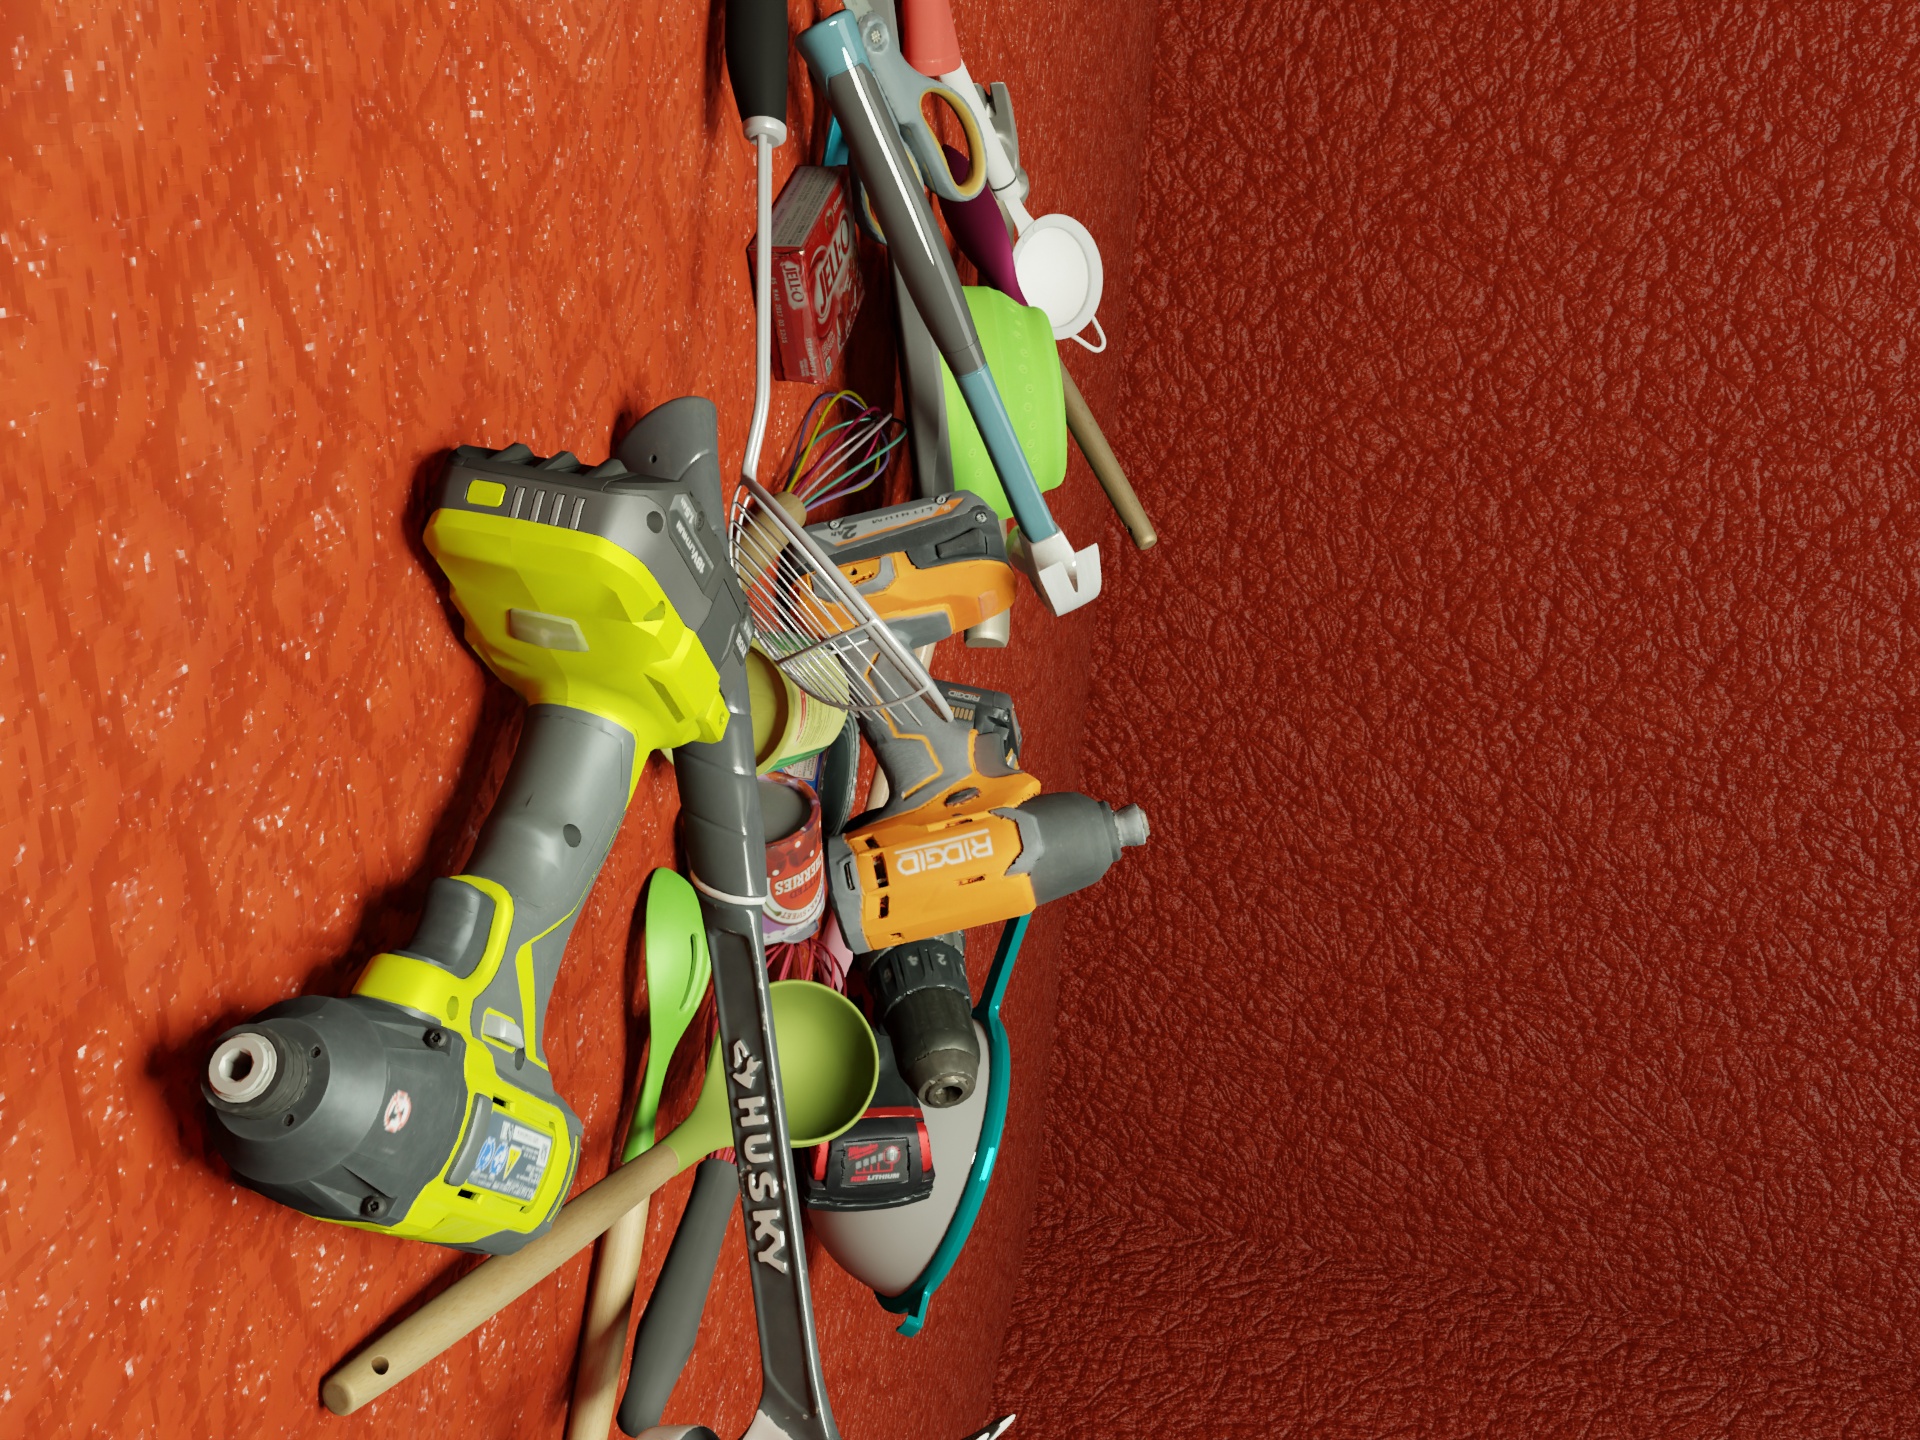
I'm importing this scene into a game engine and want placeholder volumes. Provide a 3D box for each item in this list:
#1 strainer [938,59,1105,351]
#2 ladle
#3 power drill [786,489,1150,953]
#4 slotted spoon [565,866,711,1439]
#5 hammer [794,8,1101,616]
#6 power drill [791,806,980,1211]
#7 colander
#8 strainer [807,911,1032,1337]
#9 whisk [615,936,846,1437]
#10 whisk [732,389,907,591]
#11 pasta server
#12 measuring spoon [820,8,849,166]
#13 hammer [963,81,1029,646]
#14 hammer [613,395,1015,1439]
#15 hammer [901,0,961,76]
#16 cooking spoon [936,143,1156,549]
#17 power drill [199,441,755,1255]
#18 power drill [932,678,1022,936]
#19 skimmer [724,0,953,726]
[{"bbox_3d":[0.034,-0.361,1.095,0.087,0.050,0.258,-48,131,-19],"label":"strainer"},{"bbox_3d":[-0.123,0.177,0.625,0.062,0.078,0.320,-43,171,21],"label":"ladle"},{"bbox_3d":[-0.001,-0.003,0.836,0.084,0.164,0.227,73,4,-67],"label":"power drill"},{"bbox_3d":[-0.149,0.224,0.714,0.070,0.031,0.314,46,53,-83],"label":"slotted spoon"},{"bbox_3d":[-0.002,-0.193,0.809,0.330,0.033,0.128,64,-2,-30],"label":"hammer"},{"bbox_3d":[-0.041,0.187,0.903,0.188,0.080,0.226,-109,-154,-48],"label":"power drill"},{"bbox_3d":[0.005,-0.260,0.930,0.205,0.094,0.396,-99,-178,-55],"label":"colander"},{"bbox_3d":[-0.030,0.226,1.091,0.211,0.095,0.340,-177,-72,-76],"label":"strainer"},{"bbox_3d":[-0.110,0.204,0.769,0.296,0.073,0.073,-75,169,-51],"label":"whisk"},{"bbox_3d":[-0.079,-0.113,0.817,0.245,0.051,0.047,-63,165,-56],"label":"whisk"},{"bbox_3d":[-0.044,0.042,1.069,0.060,0.040,0.316,-173,-81,-80],"label":"pasta server"},{"bbox_3d":[-0.070,-0.297,0.812,0.042,0.021,0.128,-25,135,-52],"label":"measuring spoon"},{"bbox_3d":[0.021,-0.257,1.169,0.146,0.038,0.411,55,36,-75],"label":"hammer"},{"bbox_3d":[-0.078,0.079,0.577,0.036,0.149,0.409,8,71,-62],"label":"hammer"},{"bbox_3d":[-0.029,-0.486,0.813,0.358,0.037,0.149,81,13,-65],"label":"hammer"},{"bbox_3d":[0.050,-0.246,1.038,0.319,0.017,0.068,64,-22,17],"label":"cooking spoon"},{"bbox_3d":[-0.138,0.038,0.474,0.171,0.080,0.223,77,26,-66],"label":"power drill"},{"bbox_3d":[-0.018,0.084,1.262,0.185,0.084,0.226,69,35,-69],"label":"power drill"},{"bbox_3d":[-0.050,-0.179,0.648,0.127,0.090,0.363,173,-84,-88],"label":"skimmer"}]
